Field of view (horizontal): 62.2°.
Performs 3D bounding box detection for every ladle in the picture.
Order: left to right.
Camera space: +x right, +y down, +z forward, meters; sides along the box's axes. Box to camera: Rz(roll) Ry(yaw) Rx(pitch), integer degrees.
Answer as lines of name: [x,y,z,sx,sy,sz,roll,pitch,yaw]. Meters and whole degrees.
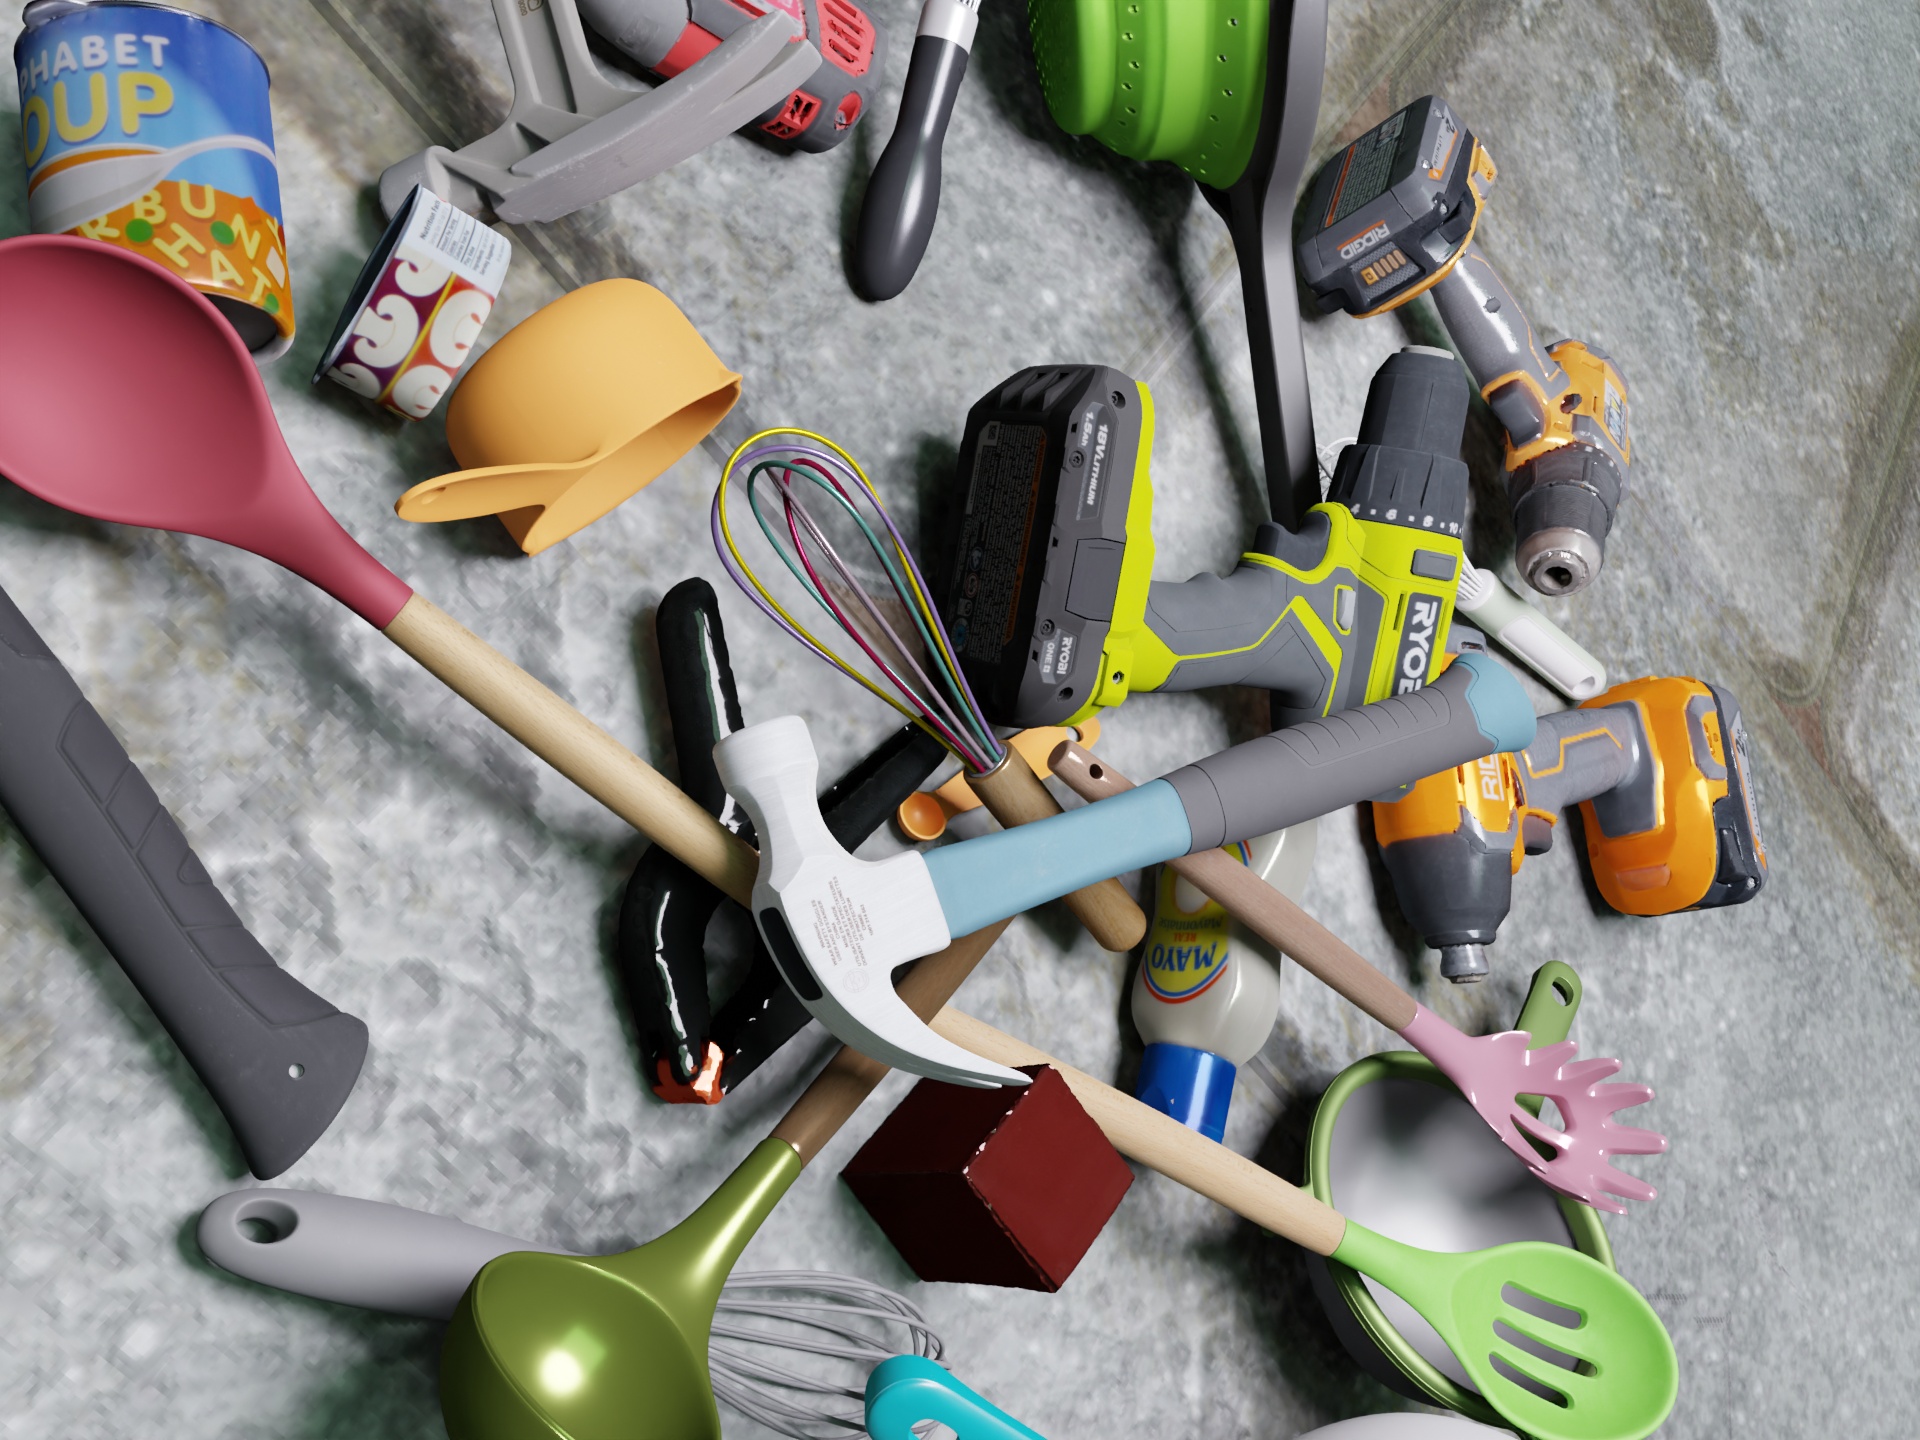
ladle: [-0.140,-0.016,0.458,0.315,0.031,0.069,41,93,-23]
ladle: [-0.036,0.113,0.495,0.078,0.062,0.320,41,40,5]

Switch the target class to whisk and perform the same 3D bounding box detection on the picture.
whisk: [-0.102,0.175,0.469,0.238,0.055,0.055,23,64,-25]
whisk: [0.001,-0.003,0.555,0.244,0.051,0.047,51,44,-28]
whisk: [0.003,-0.306,0.629,0.070,0.070,0.284,12,94,-34]
whisk: [0.257,-0.070,0.808,0.246,0.058,0.059,30,29,-31]

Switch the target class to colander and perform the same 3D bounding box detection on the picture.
colander: [0.095,-0.239,0.705,0.094,0.204,0.397,-10,99,-5]

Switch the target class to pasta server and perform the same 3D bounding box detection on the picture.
pasta server: [0.157,0.098,0.607,0.316,0.040,0.060,37,62,-20]

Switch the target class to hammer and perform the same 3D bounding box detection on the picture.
hammer: [-0.266,-0.023,0.410,0.146,0.035,0.334,-38,100,-38]
hammer: [-0.163,-0.342,0.538,0.036,0.149,0.359,18,53,-71]
hammer: [0.082,0.029,0.552,0.331,0.033,0.128,-15,84,-31]

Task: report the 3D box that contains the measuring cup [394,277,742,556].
measuring cup: [-0.129,-0.090,0.468,0.052,0.095,0.173,53,18,-3]

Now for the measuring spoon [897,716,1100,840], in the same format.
measuring spoon: [0.016,0.021,0.625,0.117,0.011,0.021,-26,79,-42]

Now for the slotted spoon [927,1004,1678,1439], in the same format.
slotted spoon: [0.113,0.172,0.573,0.313,0.031,0.070,28,59,-2]

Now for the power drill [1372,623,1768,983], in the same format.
power drill: [0.293,0.047,0.779,0.226,0.084,0.164,6,73,-31]

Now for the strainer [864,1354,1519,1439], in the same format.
strainer: [0.103,0.281,0.538,0.340,0.211,0.095,38,12,-15]

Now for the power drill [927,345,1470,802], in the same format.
power drill: [0.112,-0.071,0.641,0.228,0.080,0.190,6,97,-31]

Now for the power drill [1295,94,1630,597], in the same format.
power drill: [0.268,-0.183,0.814,0.226,0.084,0.185,45,43,-21]

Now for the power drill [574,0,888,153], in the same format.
power drill: [-0.087,-0.342,0.616,0.143,0.078,0.220,19,68,-31]

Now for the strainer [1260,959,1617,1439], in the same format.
strainer: [0.214,0.193,0.687,0.151,0.069,0.256,43,42,5]
